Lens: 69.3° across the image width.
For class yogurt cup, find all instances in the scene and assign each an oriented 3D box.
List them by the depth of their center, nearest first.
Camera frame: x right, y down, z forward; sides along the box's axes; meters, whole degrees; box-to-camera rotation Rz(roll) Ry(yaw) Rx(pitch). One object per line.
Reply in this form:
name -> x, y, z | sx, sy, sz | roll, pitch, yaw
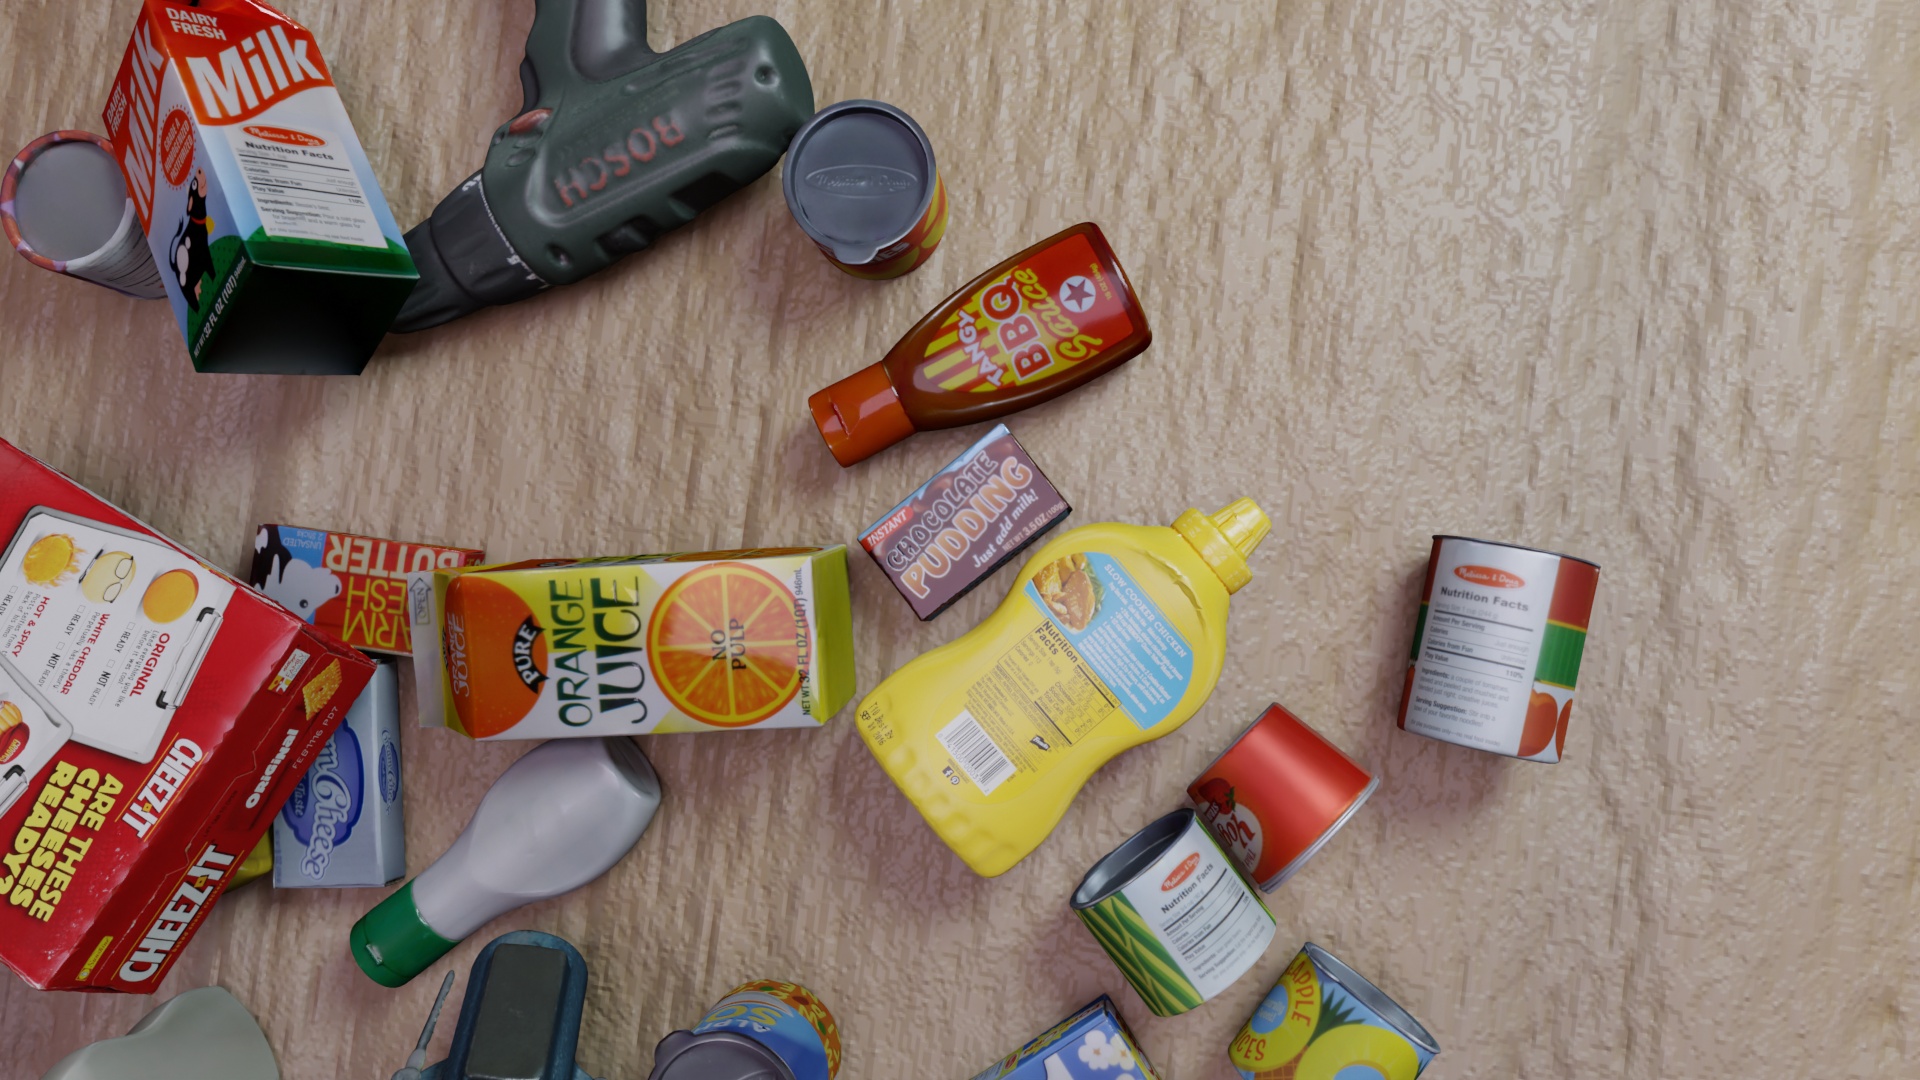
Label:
yogurt cup -> 0.133, 0.105, 0.583 | 0.072, 0.072, 0.054 | -45, 76, 2

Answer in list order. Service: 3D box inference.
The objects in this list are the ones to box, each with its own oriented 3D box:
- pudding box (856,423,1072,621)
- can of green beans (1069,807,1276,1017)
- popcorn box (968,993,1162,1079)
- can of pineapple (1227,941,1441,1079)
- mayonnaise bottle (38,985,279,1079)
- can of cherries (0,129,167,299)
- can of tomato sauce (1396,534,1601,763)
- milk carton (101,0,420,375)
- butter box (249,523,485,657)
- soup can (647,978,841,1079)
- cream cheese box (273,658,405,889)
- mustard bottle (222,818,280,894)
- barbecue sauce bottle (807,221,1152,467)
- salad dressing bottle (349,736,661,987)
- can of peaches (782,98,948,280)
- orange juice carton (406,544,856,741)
pudding box -> 0.002, -0.008, 0.617 | 0.083, 0.030, 0.049 | -38, 84, 2
can of green beans -> 0.089, 0.155, 0.582 | 0.071, 0.071, 0.058 | -37, 87, 3
popcorn box -> 0.062, 0.273, 0.593 | 0.085, 0.038, 0.127 | -34, 85, 4
can of pineapple -> 0.152, 0.209, 0.573 | 0.071, 0.071, 0.058 | 36, 92, 6
mayonnaise bottle -> -0.351, 0.236, 0.579 | 0.041, 0.148, 0.065 | -36, 85, 3
can of cherries -> -0.400, -0.153, 0.649 | 0.071, 0.058, 0.071 | 0, 88, 5
can of tomato sauce -> 0.223, 0.045, 0.577 | 0.071, 0.071, 0.083 | 12, 89, 6
milk carton -> -0.317, -0.168, 0.613 | 0.072, 0.073, 0.191 | -42, 68, 34
butter box -> -0.276, 0.024, 0.646 | 0.103, 0.024, 0.053 | 7, 88, 6
soup can -> -0.091, 0.226, 0.587 | 0.071, 0.084, 0.071 | 0, 87, 5
cream cheese box -> -0.289, 0.108, 0.642 | 0.053, 0.024, 0.104 | -4, 87, 5
mustard bottle -> -0.397, 0.139, 0.639 | 0.160, 0.048, 0.065 | -9, 78, 6
barbecue sauce bottle -> 0.006, -0.081, 0.614 | 0.148, 0.043, 0.065 | -27, 86, 4
salad dressing bottle -> -0.205, 0.143, 0.624 | 0.147, 0.044, 0.064 | -37, 86, 4
can of peaches -> -0.041, -0.151, 0.615 | 0.071, 0.058, 0.071 | 0, 88, 5
orange juice carton -> -0.148, 0.044, 0.606 | 0.193, 0.073, 0.071 | -3, 93, 6
